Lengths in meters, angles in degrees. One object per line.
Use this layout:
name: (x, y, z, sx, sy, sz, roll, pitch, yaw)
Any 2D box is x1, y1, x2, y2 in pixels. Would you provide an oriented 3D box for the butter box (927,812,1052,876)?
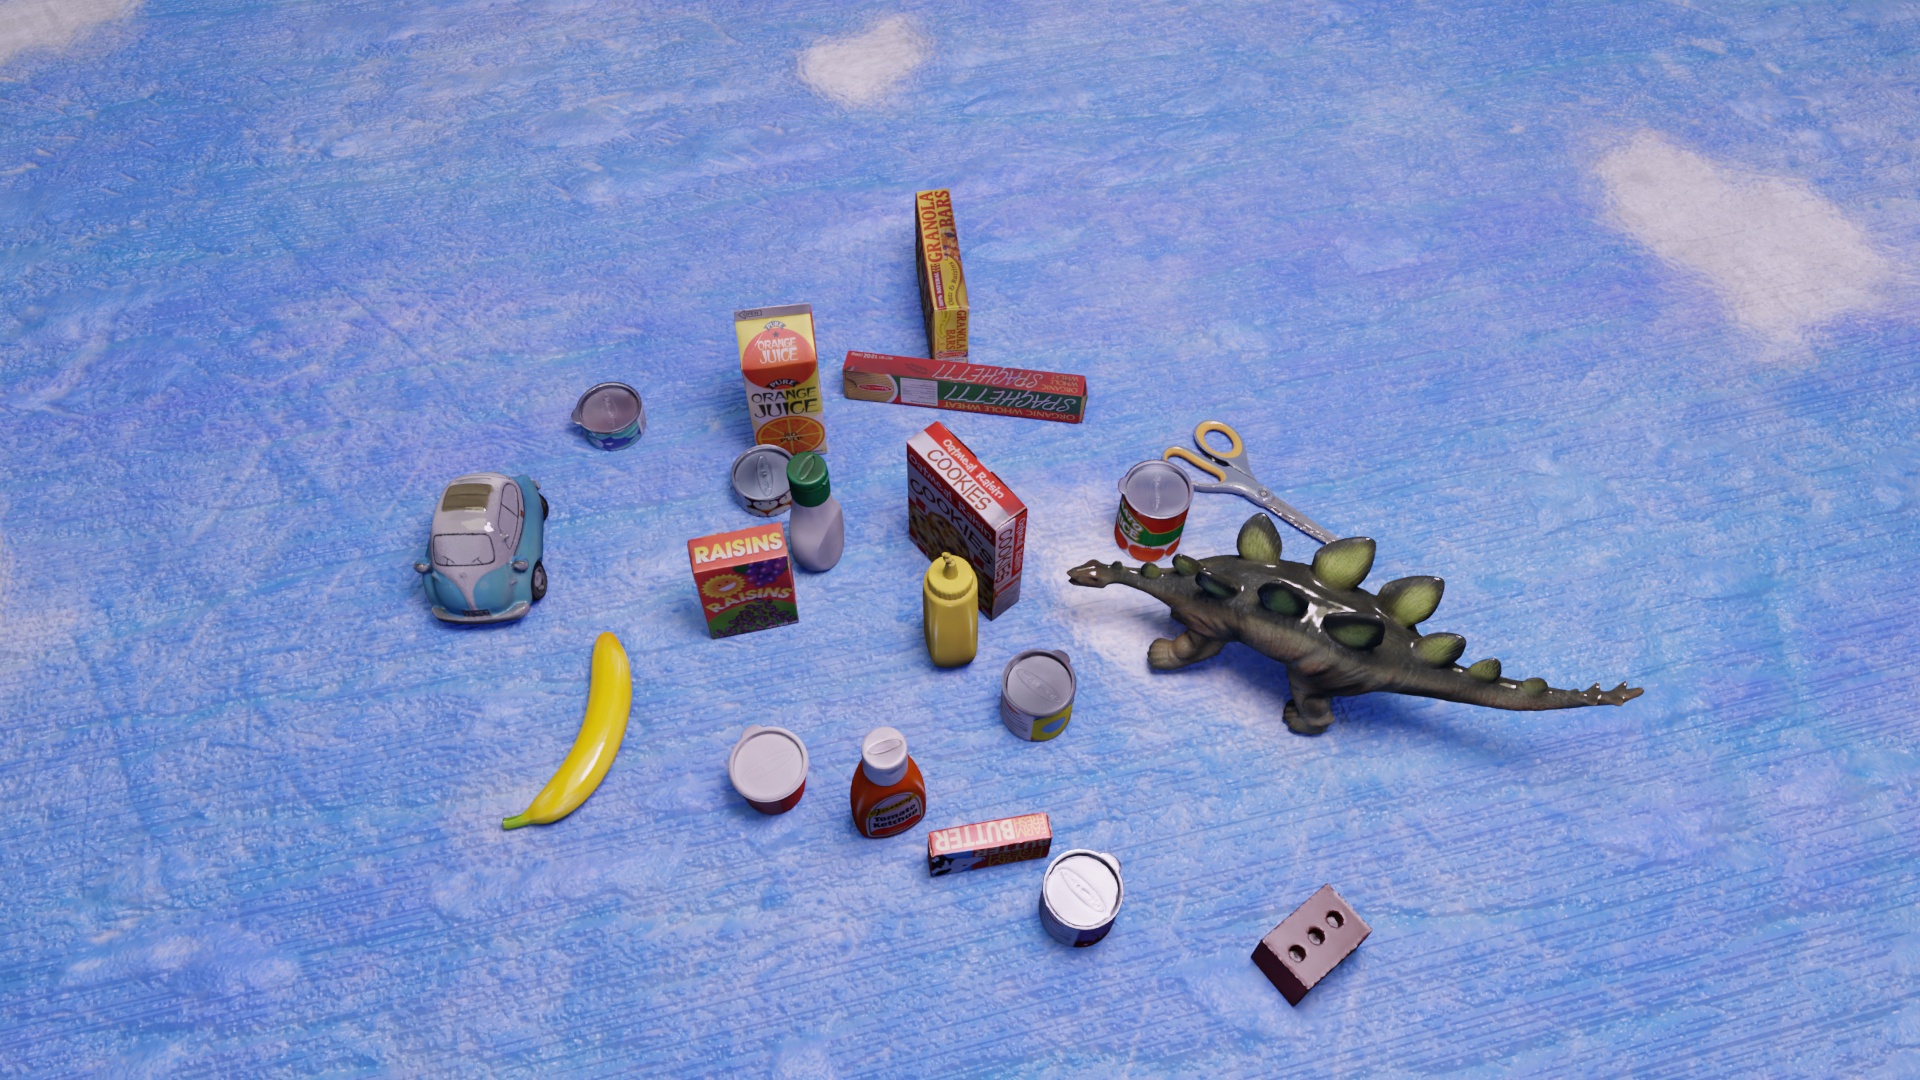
butter box: (0.024, 0.256, 1.168, 0.103, 0.053, 0.024, -8, 59, -6)

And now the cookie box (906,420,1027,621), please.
cookie box: (0.005, -0.016, 1.270, 0.040, 0.166, 0.123, -36, 65, -20)

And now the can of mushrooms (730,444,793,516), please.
can of mushrooms: (-0.190, -0.059, 1.372, 0.071, 0.033, 0.071, 0, 58, -1)

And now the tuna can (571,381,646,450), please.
tuna can: (-0.356, -0.125, 1.411, 0.071, 0.032, 0.071, 0, 58, -1)

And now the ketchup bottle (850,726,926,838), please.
ketchup bottle: (-0.061, 0.199, 1.146, 0.065, 0.148, 0.044, -18, 60, -11)

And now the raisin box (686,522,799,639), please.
raisin box: (-0.195, 0.037, 1.259, 0.086, 0.122, 0.040, -10, 59, -7)

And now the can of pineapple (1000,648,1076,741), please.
can of pineapple: (0.070, 0.138, 1.239, 0.071, 0.057, 0.071, 0, 58, -1)

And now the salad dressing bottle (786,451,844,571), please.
salad dressing bottle: (-0.136, -0.026, 1.286, 0.044, 0.147, 0.064, 20, 60, 11)

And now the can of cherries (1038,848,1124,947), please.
can of cherries: (0.101, 0.294, 1.142, 0.071, 0.058, 0.072, 0, 58, -1)

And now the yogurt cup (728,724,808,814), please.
yogurt cup: (-0.163, 0.202, 1.198, 0.072, 0.053, 0.073, 0, 58, -1)

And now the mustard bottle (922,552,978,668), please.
mustard bottle: (-0.009, 0.055, 1.229, 0.049, 0.159, 0.065, -8, 59, -6)

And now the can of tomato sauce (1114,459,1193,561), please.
can of tomato sauce: (0.182, -0.027, 1.329, 0.071, 0.082, 0.071, 0, 58, -1)

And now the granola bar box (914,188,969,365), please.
granola bar box: (-0.020, -0.263, 1.449, 0.039, 0.123, 0.166, -6, 58, -4)

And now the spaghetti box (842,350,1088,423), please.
spaghetti box: (0.005, -0.157, 1.427, 0.250, 0.050, 0.029, 6, 58, 3)

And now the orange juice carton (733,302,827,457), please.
orange juice carton: (-0.173, -0.163, 1.344, 0.072, 0.191, 0.073, -7, 59, -5)
